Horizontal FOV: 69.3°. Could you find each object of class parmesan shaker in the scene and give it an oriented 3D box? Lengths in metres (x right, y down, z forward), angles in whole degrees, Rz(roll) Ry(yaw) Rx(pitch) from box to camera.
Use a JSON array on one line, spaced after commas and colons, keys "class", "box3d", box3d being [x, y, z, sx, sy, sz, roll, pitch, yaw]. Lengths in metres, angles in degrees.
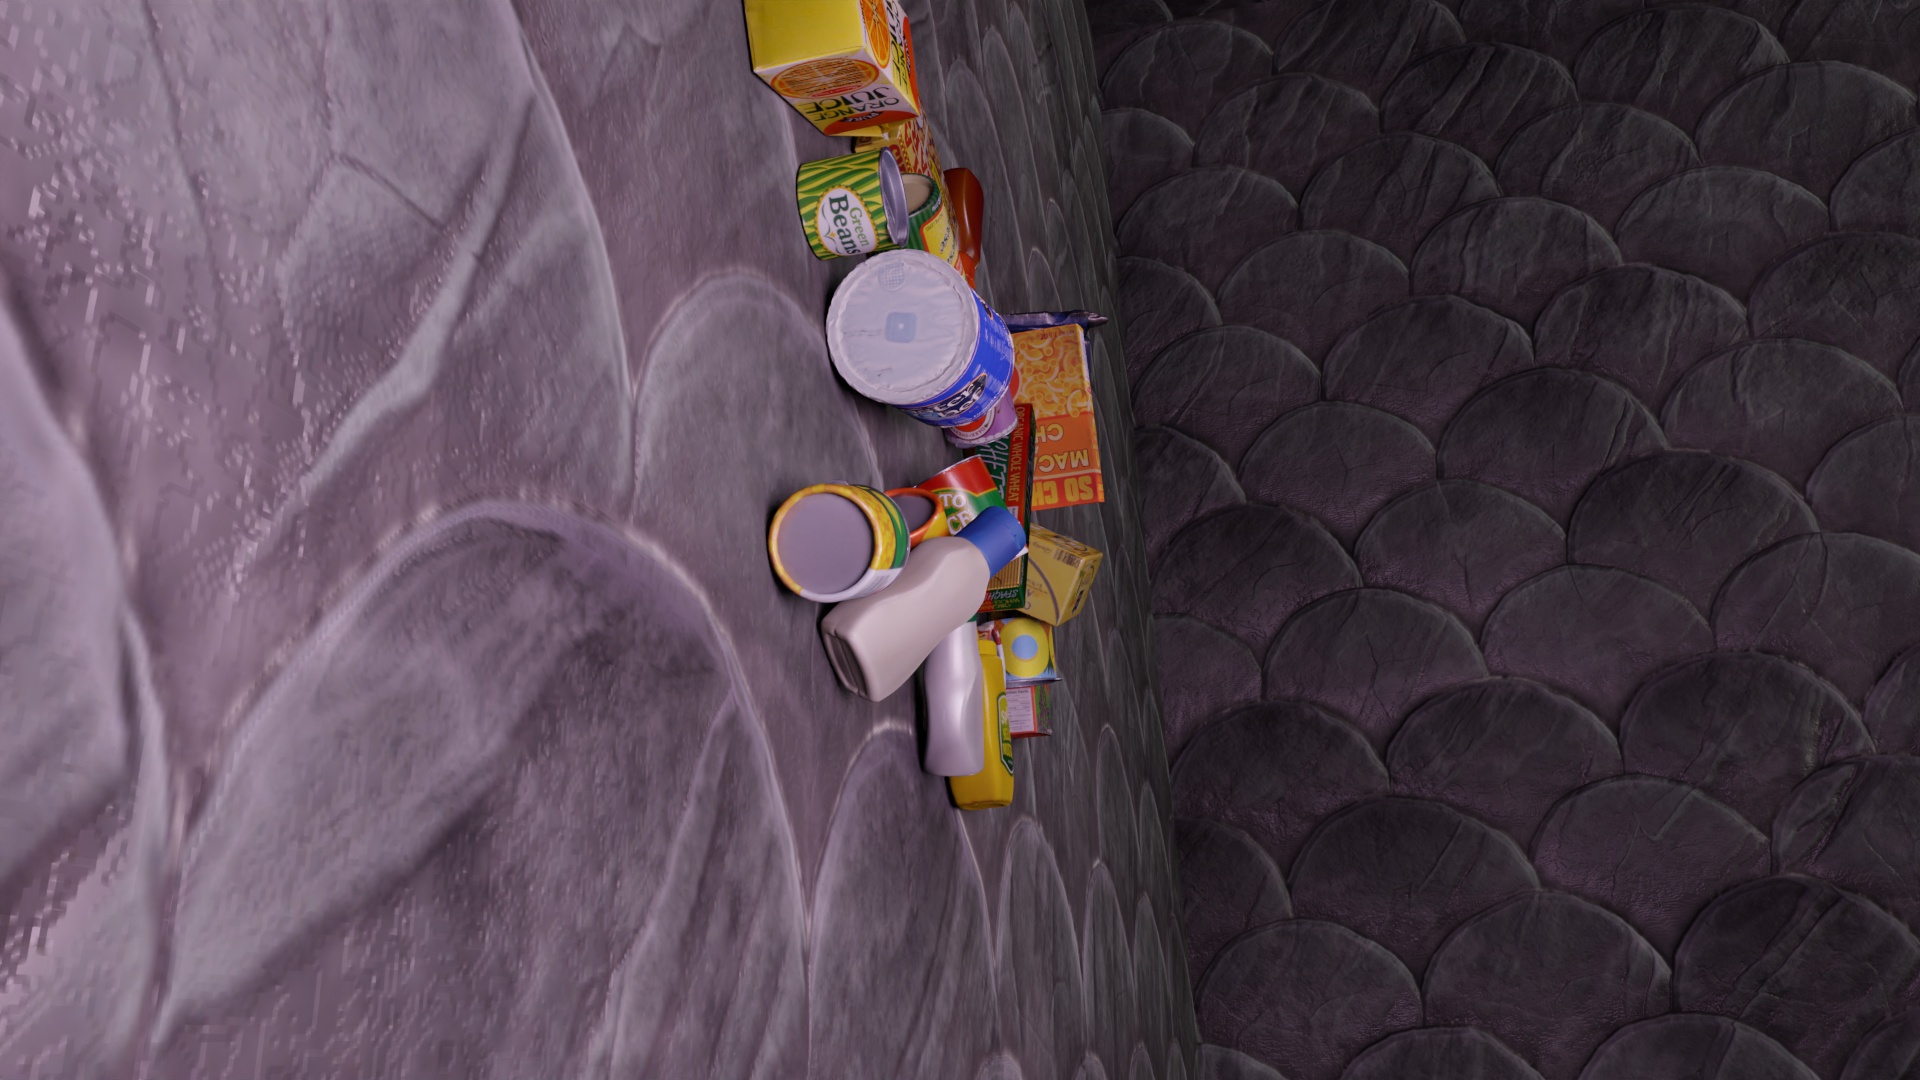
[{"class": "parmesan shaker", "box3d": [-0.035, -0.217, 1.059, 0.102, 0.071, 0.072, 70, 17, -44]}]

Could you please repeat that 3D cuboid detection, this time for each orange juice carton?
[{"class": "orange juice carton", "box3d": [-0.076, -0.324, 0.922, 0.193, 0.073, 0.072, -7, 89, -78]}]

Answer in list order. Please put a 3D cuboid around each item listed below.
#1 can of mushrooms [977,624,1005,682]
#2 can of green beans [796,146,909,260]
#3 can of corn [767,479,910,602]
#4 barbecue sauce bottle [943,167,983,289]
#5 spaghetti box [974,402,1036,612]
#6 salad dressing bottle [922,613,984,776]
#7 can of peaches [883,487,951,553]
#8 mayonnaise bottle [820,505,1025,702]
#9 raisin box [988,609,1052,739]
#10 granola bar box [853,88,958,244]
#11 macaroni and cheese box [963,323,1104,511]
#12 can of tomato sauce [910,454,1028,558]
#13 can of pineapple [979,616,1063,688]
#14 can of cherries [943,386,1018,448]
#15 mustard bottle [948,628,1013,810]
[{"class": "can of mushrooms", "box3d": [0.015, 0.104, 1.165, 0.071, 0.033, 0.071, -9, 92, -78]}, {"class": "can of green beans", "box3d": [-0.071, -0.223, 0.920, 0.071, 0.058, 0.071, -9, 92, -78]}, {"class": "can of corn", "box3d": [-0.068, -0.001, 0.777, 0.058, 0.071, 0.071, -3, 86, -78]}, {"class": "barbecue sauce bottle", "box3d": [-0.003, -0.280, 1.299, 0.064, 0.043, 0.149, 68, 19, -48]}, {"class": "spaghetti box", "box3d": [0.035, -0.034, 1.179, 0.251, 0.050, 0.028, -83, 164, -49]}, {"class": "salad dressing bottle", "box3d": [-0.006, 0.094, 1.007, 0.064, 0.044, 0.147, -12, 101, -80]}, {"class": "can of peaches", "box3d": [-0.037, 0.005, 0.913, 0.071, 0.071, 0.057, -80, 158, -55]}, {"class": "mayonnaise bottle", "box3d": [-0.019, 0.033, 0.859, 0.149, 0.041, 0.064, -40, 129, -32]}, {"class": "raisin box", "box3d": [0.058, 0.126, 1.331, 0.086, 0.040, 0.123, 35, 50, -73]}, {"class": "granola bar box", "box3d": [-0.042, -0.286, 1.134, 0.164, 0.039, 0.125, 70, 16, -44]}, {"class": "macaroni and cheese box", "box3d": [0.064, -0.110, 1.306, 0.040, 0.124, 0.166, -1, 83, -77]}, {"class": "can of tomato sauce", "box3d": [0.004, -0.013, 1.056, 0.083, 0.071, 0.071, 63, 12, 3]}, {"class": "can of pineapple", "box3d": [0.054, 0.102, 1.257, 0.071, 0.071, 0.058, 36, 48, -73]}, {"class": "can of cherries", "box3d": [0.012, -0.122, 1.213, 0.072, 0.071, 0.058, -78, 157, -58]}, {"class": "mustard bottle", "box3d": [0.012, 0.130, 1.097, 0.065, 0.049, 0.160, 48, 36, -71]}]
